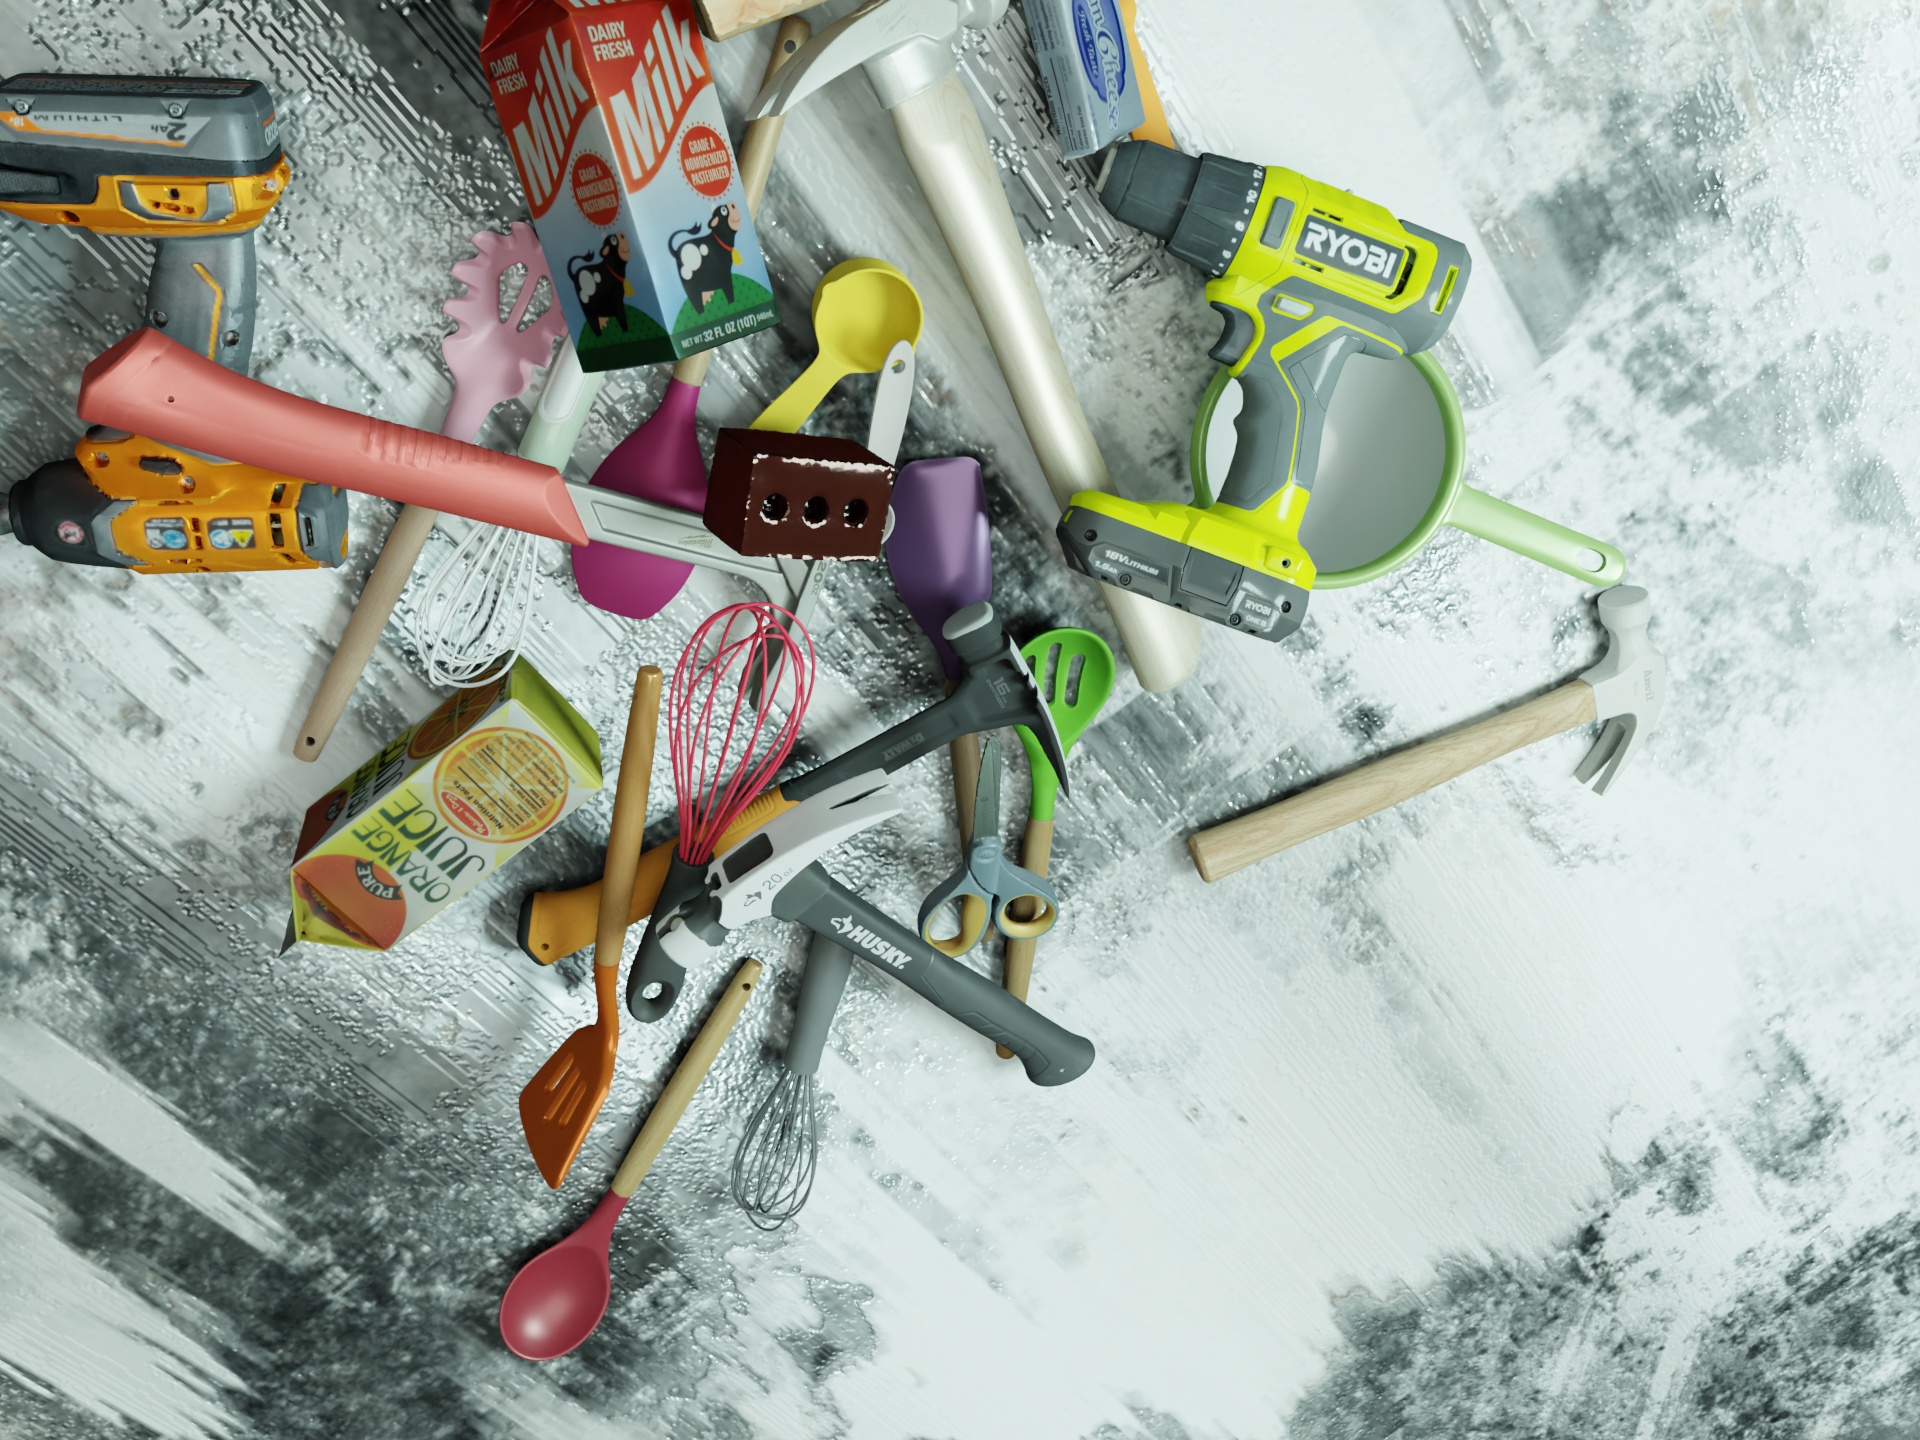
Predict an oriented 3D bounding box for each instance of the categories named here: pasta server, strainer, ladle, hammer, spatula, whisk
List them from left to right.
[{"bbox_3d":[-0.278,-0.108,0.815,0.060,0.040,0.316,28,106,-11],"label":"pasta server"},{"bbox_3d":[-0.228,-0.104,0.773,0.358,0.037,0.149,11,109,-34],"label":"hammer"},{"bbox_3d":[-0.220,-0.126,0.818,0.058,0.059,0.246,28,102,5],"label":"whisk"},{"bbox_3d":[-0.202,0.115,0.885,0.041,0.081,0.322,-3,120,-31],"label":"spatula"},{"bbox_3d":[-0.206,0.281,1.019,0.069,0.031,0.315,25,104,-26],"label":"ladle"},{"bbox_3d":[-0.141,0.058,0.863,0.073,0.073,0.295,10,123,-18],"label":"whisk"},{"bbox_3d":[-0.103,0.060,0.922,0.337,0.034,0.127,-27,117,5],"label":"hammer"},{"bbox_3d":[-0.100,0.219,1.008,0.055,0.055,0.239,10,108,-19],"label":"whisk"},{"bbox_3d":[-0.015,0.145,0.942,0.146,0.035,0.334,-41,134,10],"label":"hammer"},{"bbox_3d":[-0.002,-0.003,0.946,0.060,0.018,0.315,-6,115,1],"label":"spatula"},{"bbox_3d":[0.035,-0.175,0.844,0.146,0.038,0.410,-41,123,-21],"label":"hammer"},{"bbox_3d":[0.249,-0.133,0.900,0.256,0.069,0.151,21,99,-5],"label":"strainer"},{"bbox_3d":[0.305,0.031,1.034,0.331,0.031,0.130,-22,117,-3],"label":"hammer"}]

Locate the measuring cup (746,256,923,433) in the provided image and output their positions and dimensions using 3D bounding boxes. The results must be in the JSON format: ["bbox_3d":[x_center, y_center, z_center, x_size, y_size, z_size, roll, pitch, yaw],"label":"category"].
[{"bbox_3d":[-0.083,-0.181,0.844,0.062,0.029,0.156,32,115,-34],"label":"measuring cup"}]

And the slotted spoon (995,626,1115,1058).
[{"bbox_3d":[0.045,0.082,0.993,0.070,0.031,0.313,0,116,-14],"label":"slotted spoon"}]

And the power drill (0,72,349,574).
[{"bbox_3d":[-0.382,-0.174,0.735,0.164,0.084,0.226,-4,119,-13],"label":"power drill"}]

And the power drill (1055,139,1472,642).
[{"bbox_3d":[0.134,-0.172,0.820,0.190,0.080,0.228,19,96,-5],"label":"power drill"}]

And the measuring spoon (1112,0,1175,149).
[{"bbox_3d":[0.097,-0.319,0.829,0.021,0.011,0.116,-23,118,-3],"label":"measuring spoon"}]

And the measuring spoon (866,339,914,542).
[{"bbox_3d":[-0.045,-0.148,0.857,0.034,0.018,0.124,-6,127,-30],"label":"measuring spoon"}]

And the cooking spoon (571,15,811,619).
[{"bbox_3d":[-0.134,-0.199,0.819,0.068,0.017,0.318,18,108,-11],"label":"cooking spoon"}]
